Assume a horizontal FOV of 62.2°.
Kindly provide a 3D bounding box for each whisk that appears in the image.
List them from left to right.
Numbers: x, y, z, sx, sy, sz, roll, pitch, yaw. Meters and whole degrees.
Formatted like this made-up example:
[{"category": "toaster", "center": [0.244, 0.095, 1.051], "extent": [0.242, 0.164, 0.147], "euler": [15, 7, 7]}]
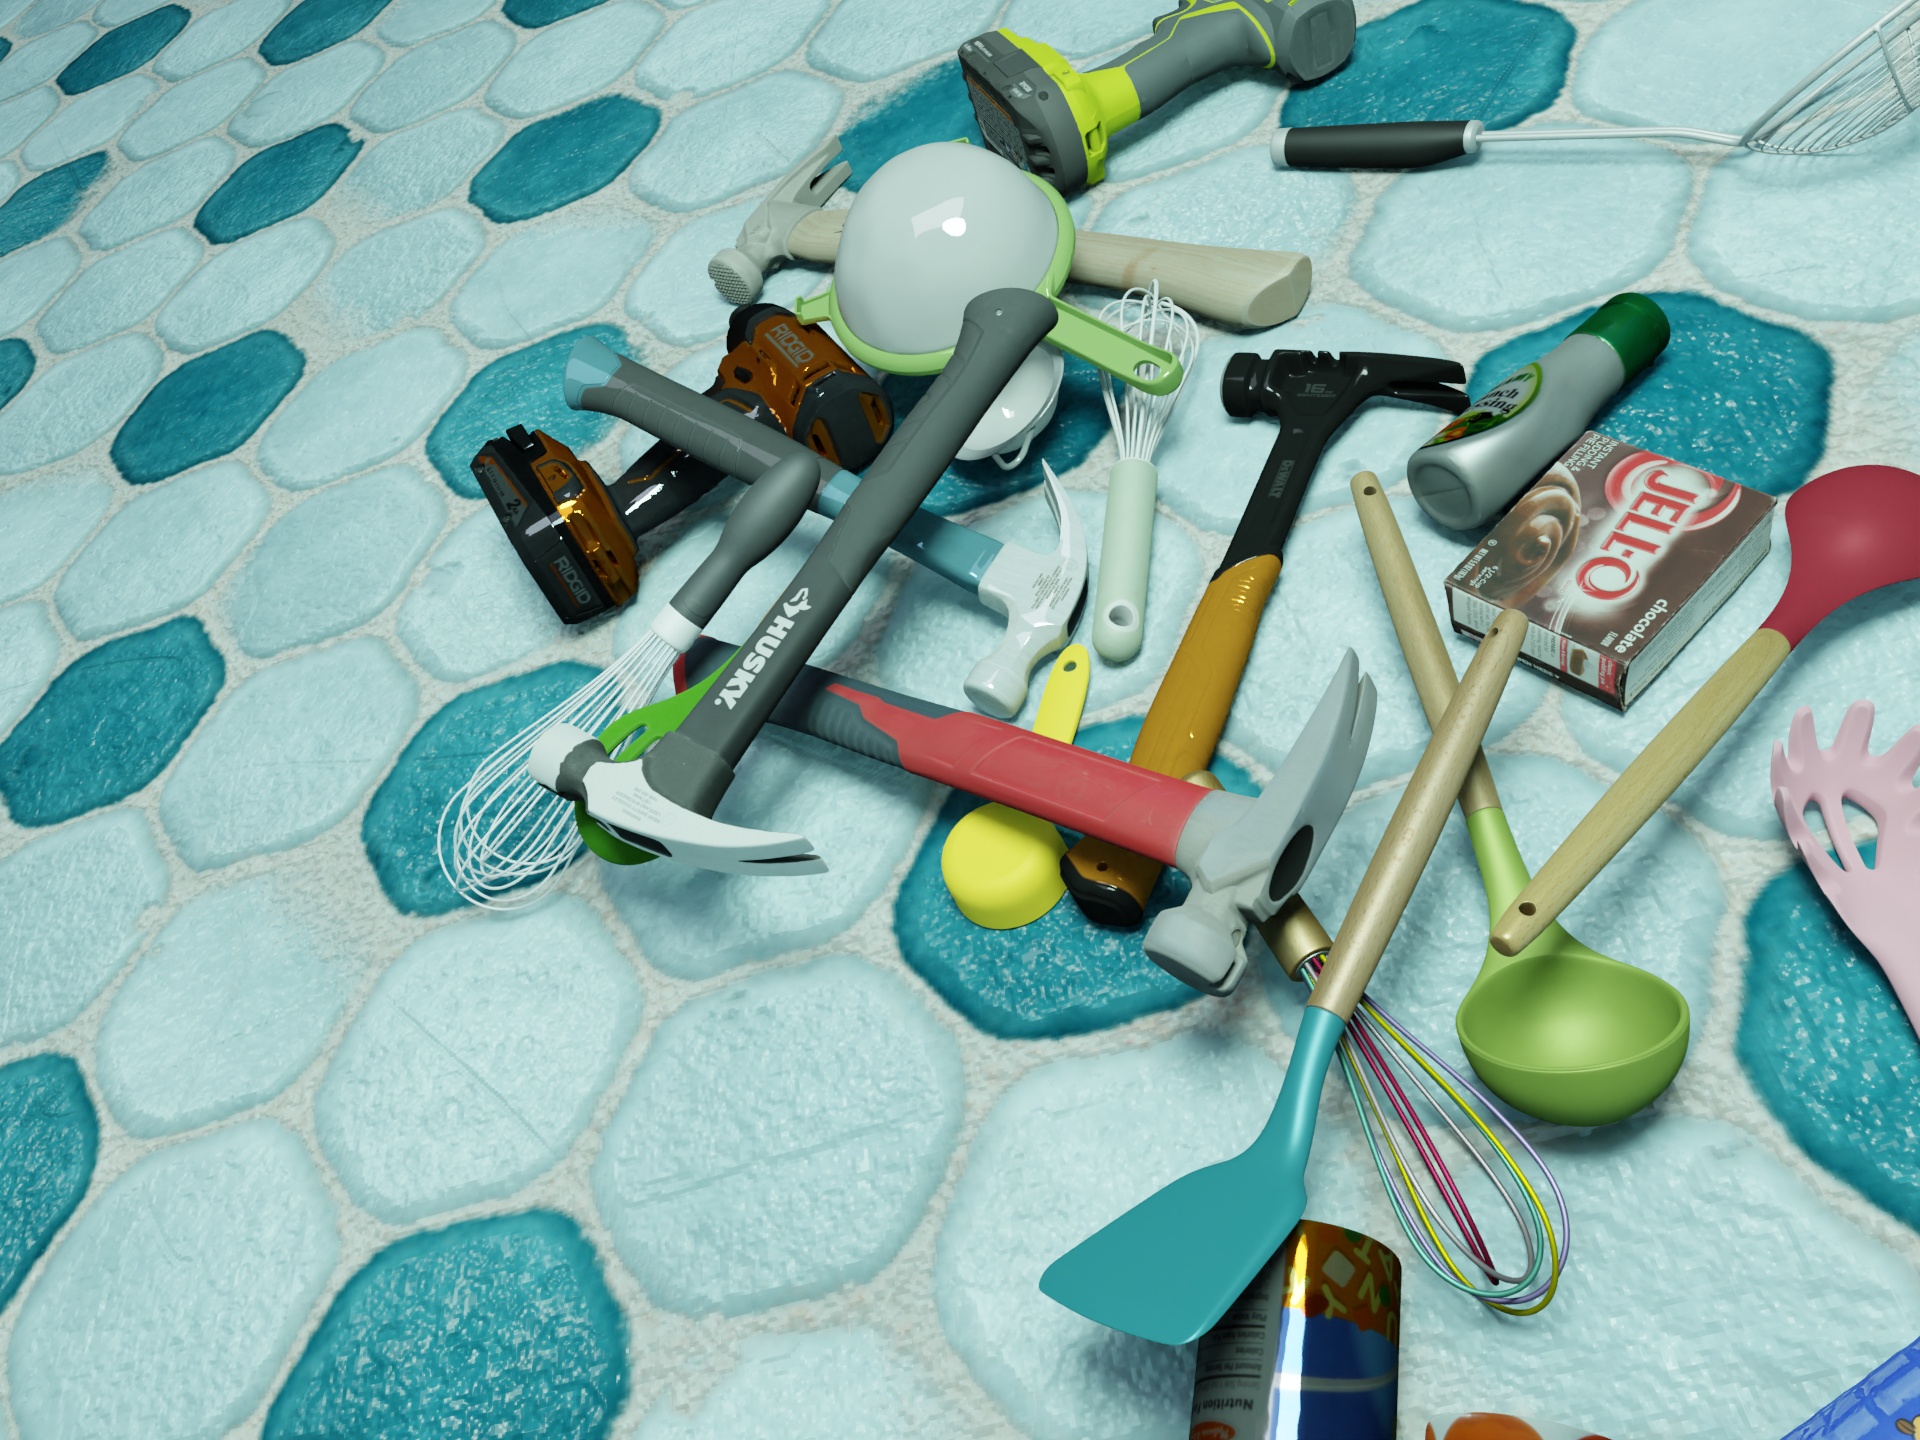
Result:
[{"category": "whisk", "center": [-0.162, -0.021, 0.800], "extent": [0.284, 0.070, 0.070], "euler": [-50, 49, 2]}, {"category": "whisk", "center": [0.091, -0.135, 0.831], "extent": [0.058, 0.059, 0.247], "euler": [10, 59, -1]}, {"category": "whisk", "center": [0.142, 0.112, 0.600], "extent": [0.051, 0.047, 0.245], "euler": [-23, 51, -8]}]

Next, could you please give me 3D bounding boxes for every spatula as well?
[{"category": "spatula", "center": [0.136, 0.078, 0.570], "extent": [0.082, 0.044, 0.318], "euler": [-9, 45, 59]}]

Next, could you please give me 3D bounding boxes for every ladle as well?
[{"category": "ladle", "center": [0.203, 0.010, 0.636], "extent": [0.078, 0.062, 0.320], "euler": [-12, 54, 6]}, {"category": "ladle", "center": [0.297, -0.015, 0.610], "extent": [0.315, 0.031, 0.069], "euler": [-40, 53, -24]}]

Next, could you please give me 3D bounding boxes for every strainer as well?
[{"category": "strainer", "center": [0.009, -0.234, 0.922], "extent": [0.087, 0.050, 0.259], "euler": [-31, 57, 22]}, {"category": "strainer", "center": [0.018, -0.246, 0.860], "extent": [0.151, 0.069, 0.257], "euler": [-47, 54, -7]}]

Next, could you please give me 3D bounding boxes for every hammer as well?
[{"category": "hammer", "center": [-0.080, -0.125, 0.840], "extent": [0.331, 0.033, 0.128], "euler": [28, 70, 19]}, {"category": "hammer", "center": [-0.049, -0.076, 0.745], "extent": [0.146, 0.035, 0.335], "euler": [24, 70, 26]}, {"category": "hammer", "center": [-0.001, -0.002, 0.726], "extent": [0.387, 0.038, 0.143], "euler": [18, 69, 44]}, {"category": "hammer", "center": [0.030, -0.301, 0.996], "extent": [0.411, 0.038, 0.146], "euler": [17, 61, 33]}, {"category": "hammer", "center": [0.135, -0.050, 0.749], "extent": [0.127, 0.034, 0.337], "euler": [10, 58, 31]}]

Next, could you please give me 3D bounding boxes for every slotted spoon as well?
[{"category": "slotted spoon", "center": [-0.080, -0.061, 0.780], "extent": [0.070, 0.031, 0.314], "euler": [33, 76, 21]}]

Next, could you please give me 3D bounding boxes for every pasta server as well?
[{"category": "pasta server", "center": [0.334, 0.129, 0.514], "extent": [0.060, 0.040, 0.317], "euler": [-6, 52, 6]}]

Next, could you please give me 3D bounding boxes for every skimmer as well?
[{"category": "skimmer", "center": [0.340, -0.349, 0.859], "extent": [0.363, 0.090, 0.127], "euler": [11, 26, 33]}]

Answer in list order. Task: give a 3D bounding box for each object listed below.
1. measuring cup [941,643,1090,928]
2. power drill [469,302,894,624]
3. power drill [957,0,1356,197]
[{"category": "measuring cup", "center": [0.032, 0.022, 0.738], "extent": [0.062, 0.029, 0.157], "euler": [3, 58, 26]}, {"category": "power drill", "center": [-0.170, -0.169, 0.952], "extent": [0.226, 0.084, 0.164], "euler": [-31, 47, -8]}, {"category": "power drill", "center": [0.120, -0.440, 1.043], "extent": [0.223, 0.080, 0.171], "euler": [-27, 47, -3]}]
